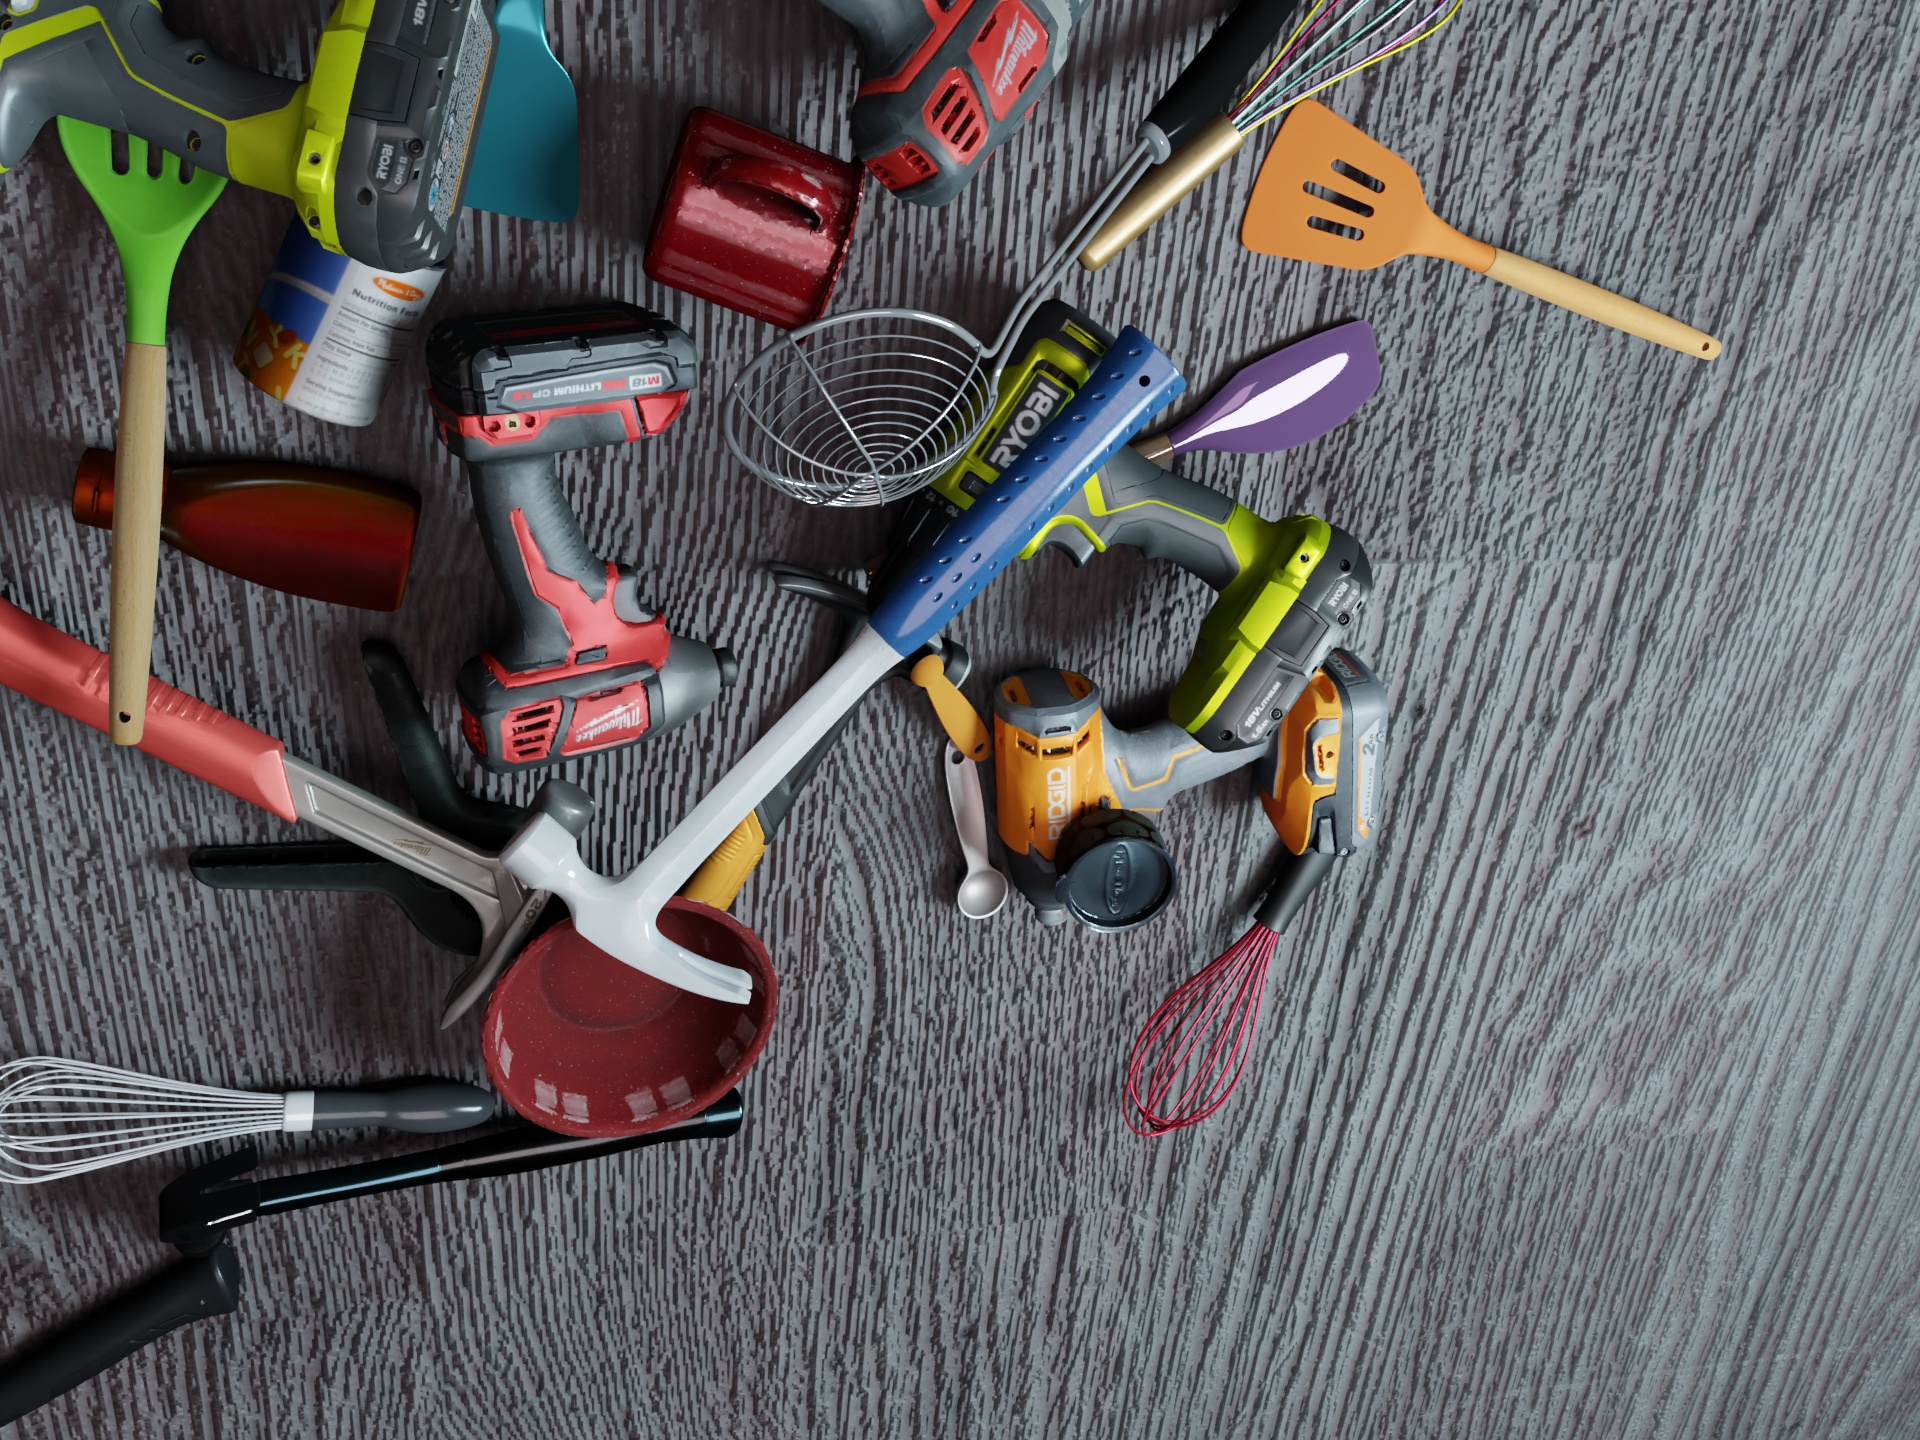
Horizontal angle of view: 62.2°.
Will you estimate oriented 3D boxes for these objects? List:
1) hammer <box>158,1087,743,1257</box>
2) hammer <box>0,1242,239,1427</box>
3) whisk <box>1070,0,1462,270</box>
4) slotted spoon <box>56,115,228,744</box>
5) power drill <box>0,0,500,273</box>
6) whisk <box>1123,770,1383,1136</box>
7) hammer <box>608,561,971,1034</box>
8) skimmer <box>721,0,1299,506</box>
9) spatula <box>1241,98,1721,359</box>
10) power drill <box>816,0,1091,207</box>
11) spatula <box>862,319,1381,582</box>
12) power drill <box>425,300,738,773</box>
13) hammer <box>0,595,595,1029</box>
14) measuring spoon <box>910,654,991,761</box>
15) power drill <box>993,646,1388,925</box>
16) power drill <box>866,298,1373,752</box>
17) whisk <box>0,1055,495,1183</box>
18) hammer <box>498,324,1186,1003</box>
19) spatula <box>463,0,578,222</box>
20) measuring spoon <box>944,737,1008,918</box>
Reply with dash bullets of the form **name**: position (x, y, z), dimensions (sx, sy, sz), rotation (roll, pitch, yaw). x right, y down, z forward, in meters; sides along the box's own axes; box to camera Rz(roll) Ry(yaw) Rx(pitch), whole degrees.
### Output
- **hammer**: position (-0.295, 0.261, 0.944), dimensions (0.331, 0.033, 0.128), rotation (-6, 156, -20)
- **hammer**: position (-0.583, 0.407, 0.952), dimensions (0.335, 0.035, 0.146), rotation (-30, 121, 0)
- **whisk**: position (0.157, -0.312, 0.805), dimensions (0.245, 0.051, 0.047), rotation (-39, 126, 9)
- **slotted spoon**: position (-0.366, -0.142, 0.707), dimensions (0.070, 0.031, 0.313), rotation (5, 102, -17)
- **power drill**: position (-0.308, -0.278, 0.631), dimensions (0.223, 0.080, 0.171), rotation (13, 90, -8)
- **whisk**: position (0.193, 0.151, 1.046), dimensions (0.073, 0.073, 0.296), rotation (26, 100, -26)
- **hammer**: position (-0.135, 0.070, 0.915), dimensions (0.127, 0.034, 0.337), rotation (27, 106, -27)
- **skimmer**: position (0.033, -0.245, 0.764), dimensions (0.363, 0.090, 0.127), rotation (-52, 155, -12)
- **spatula**: position (0.307, -0.254, 0.892), dimensions (0.322, 0.041, 0.081), rotation (11, 112, -26)
- **power drill**: position (-0.032, -0.363, 0.686), dimensions (0.226, 0.080, 0.188), rotation (41, 74, -28)
- **spatula**: position (0.093, -0.141, 0.886), dimensions (0.316, 0.018, 0.059), rotation (-23, 121, -5)
- **power drill**: position (-0.181, -0.086, 0.783), dimensions (0.143, 0.079, 0.219), rotation (-13, 119, -27)
- **hammer**: position (-0.374, 0.021, 0.791), dimensions (0.358, 0.037, 0.149), rotation (30, 102, -20)
- **measuring spoon**: position (-0.001, -0.003, 0.900), dimensions (0.021, 0.011, 0.116), rotation (-39, 146, -4)
- **power drill**: position (0.132, 0.042, 0.958), dimensions (0.226, 0.084, 0.164), rotation (-7, 118, -9)
- **power drill**: position (0.080, -0.083, 0.841), dimensions (0.228, 0.080, 0.190), rotation (33, 96, -7)
- **whisk**: position (-0.411, 0.222, 0.902), dimensions (0.284, 0.070, 0.070), rotation (4, 115, -24)
- **hammer**: position (-0.040, -0.029, 0.791), dimensions (0.144, 0.035, 0.405), rotation (43, 96, -14)
- **spatula**: position (-0.181, -0.378, 0.681), dimensions (0.082, 0.044, 0.317), rotation (7, 109, -20)
- **measuring spoon**: position (0.004, 0.064, 0.969), dimensions (0.034, 0.018, 0.124), rotation (-17, 113, -18)
